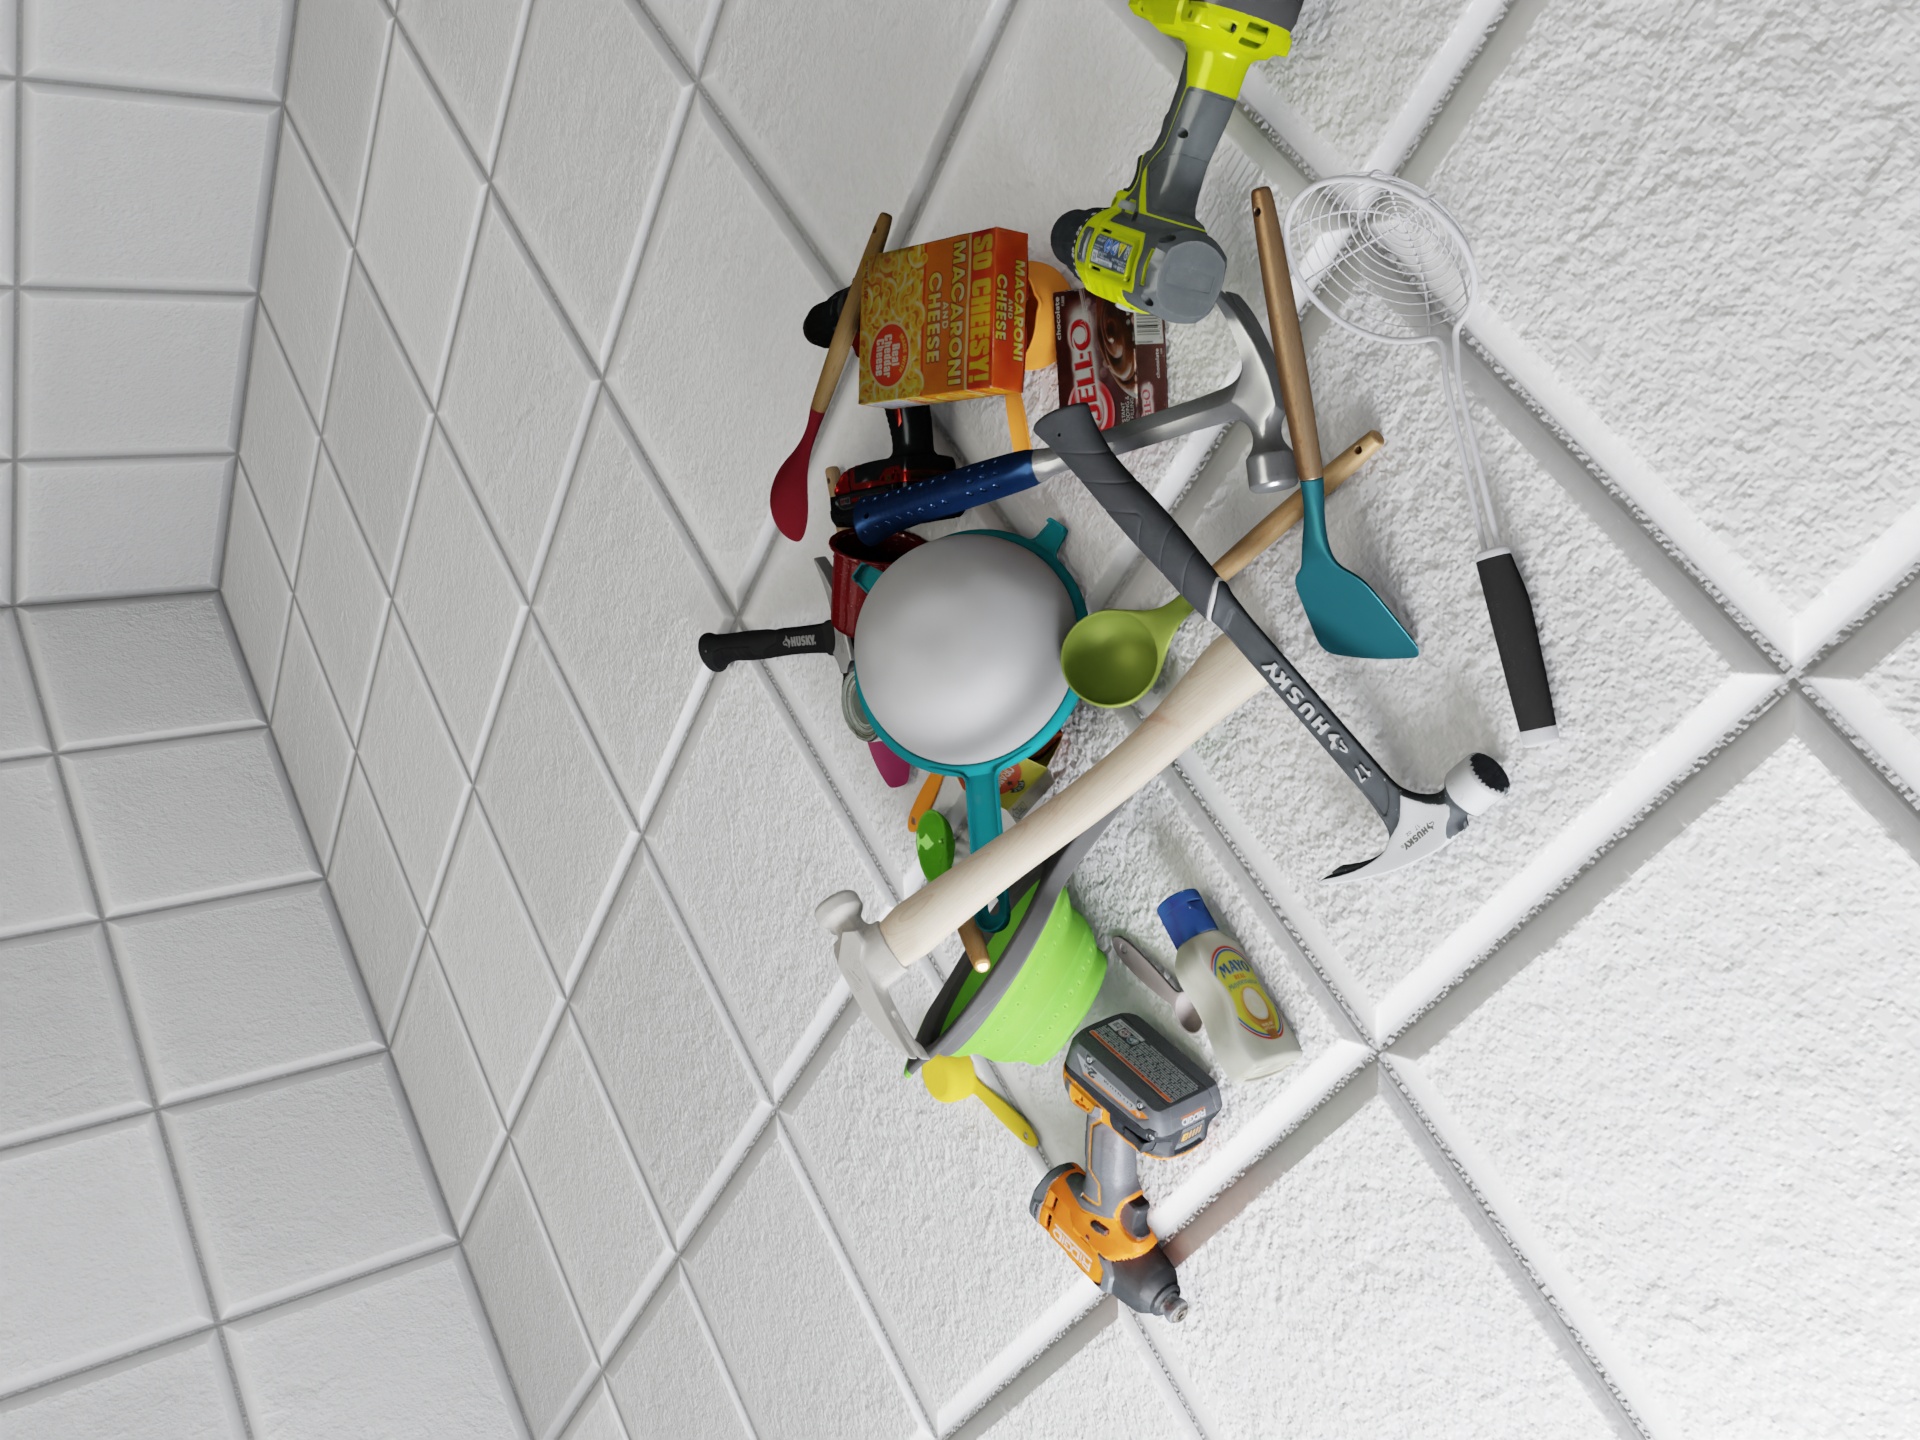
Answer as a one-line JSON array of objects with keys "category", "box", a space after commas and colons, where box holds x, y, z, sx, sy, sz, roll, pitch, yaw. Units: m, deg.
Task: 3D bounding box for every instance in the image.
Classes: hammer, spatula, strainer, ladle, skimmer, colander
[{"category": "hammer", "box": [-0.189, -0.086, 1.640, 0.335, 0.035, 0.146, 0, 100, 56]}, {"category": "spatula", "box": [0.229, -0.185, 1.033, 0.082, 0.044, 0.317, 6, 114, 54]}, {"category": "strainer", "box": [-0.002, -0.004, 1.267, 0.211, 0.095, 0.341, -11, 73, 20]}, {"category": "ladle", "box": [-0.116, -0.298, 1.409, 0.069, 0.031, 0.315, 54, 131, 42]}, {"category": "skimmer", "box": [0.289, -0.156, 0.973, 0.127, 0.090, 0.363, -20, 83, 65]}, {"category": "hammer", "box": [0.075, 0.084, 1.183, 0.410, 0.038, 0.146, -39, 65, 15]}, {"category": "colander", "box": [0.099, 0.155, 1.286, 0.094, 0.204, 0.397, 34, 113, -3]}, {"category": "hammer", "box": [0.068, -0.202, 1.207, 0.405, 0.035, 0.144, -11, 86, 42]}, {"category": "hammer", "box": [0.186, -0.065, 1.094, 0.409, 0.036, 0.149, 51, 133, 15]}, {"category": "ladle", "box": [0.184, -0.108, 1.152, 0.320, 0.062, 0.078, -43, 71, 45]}]

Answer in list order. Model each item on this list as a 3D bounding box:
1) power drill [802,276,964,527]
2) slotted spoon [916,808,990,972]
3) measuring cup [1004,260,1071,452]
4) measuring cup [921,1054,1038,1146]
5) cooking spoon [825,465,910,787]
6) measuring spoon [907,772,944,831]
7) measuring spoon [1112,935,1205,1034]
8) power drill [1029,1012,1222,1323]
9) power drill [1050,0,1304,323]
[{"category": "power drill", "box": [-0.076, -0.290, 1.435, 0.188, 0.080, 0.226, 0, 95, 52]}, {"category": "slotted spoon", "box": [-0.005, 0.148, 1.365, 0.314, 0.031, 0.070, -119, 33, -73]}, {"category": "measuring cup", "box": [0.058, -0.284, 1.280, 0.095, 0.052, 0.173, -3, 97, 52]}, {"category": "measuring cup", "box": [0.015, 0.356, 1.489, 0.157, 0.029, 0.062, 32, 122, 47]}, {"category": "cooking spoon", "box": [-0.092, -0.092, 1.542, 0.069, 0.017, 0.319, -17, 85, 55]}, {"category": "measuring spoon", "box": [-0.031, 0.065, 1.502, 0.021, 0.011, 0.116, 53, 135, 31]}, {"category": "measuring spoon", "box": [0.163, 0.209, 1.284, 0.124, 0.018, 0.034, 41, 129, 48]}, {"category": "power drill", "box": [0.140, 0.372, 1.294, 0.164, 0.084, 0.226, 37, 129, 41]}, {"category": "power drill", "box": [0.137, -0.400, 1.095, 0.191, 0.080, 0.228, 49, 127, 56]}]
